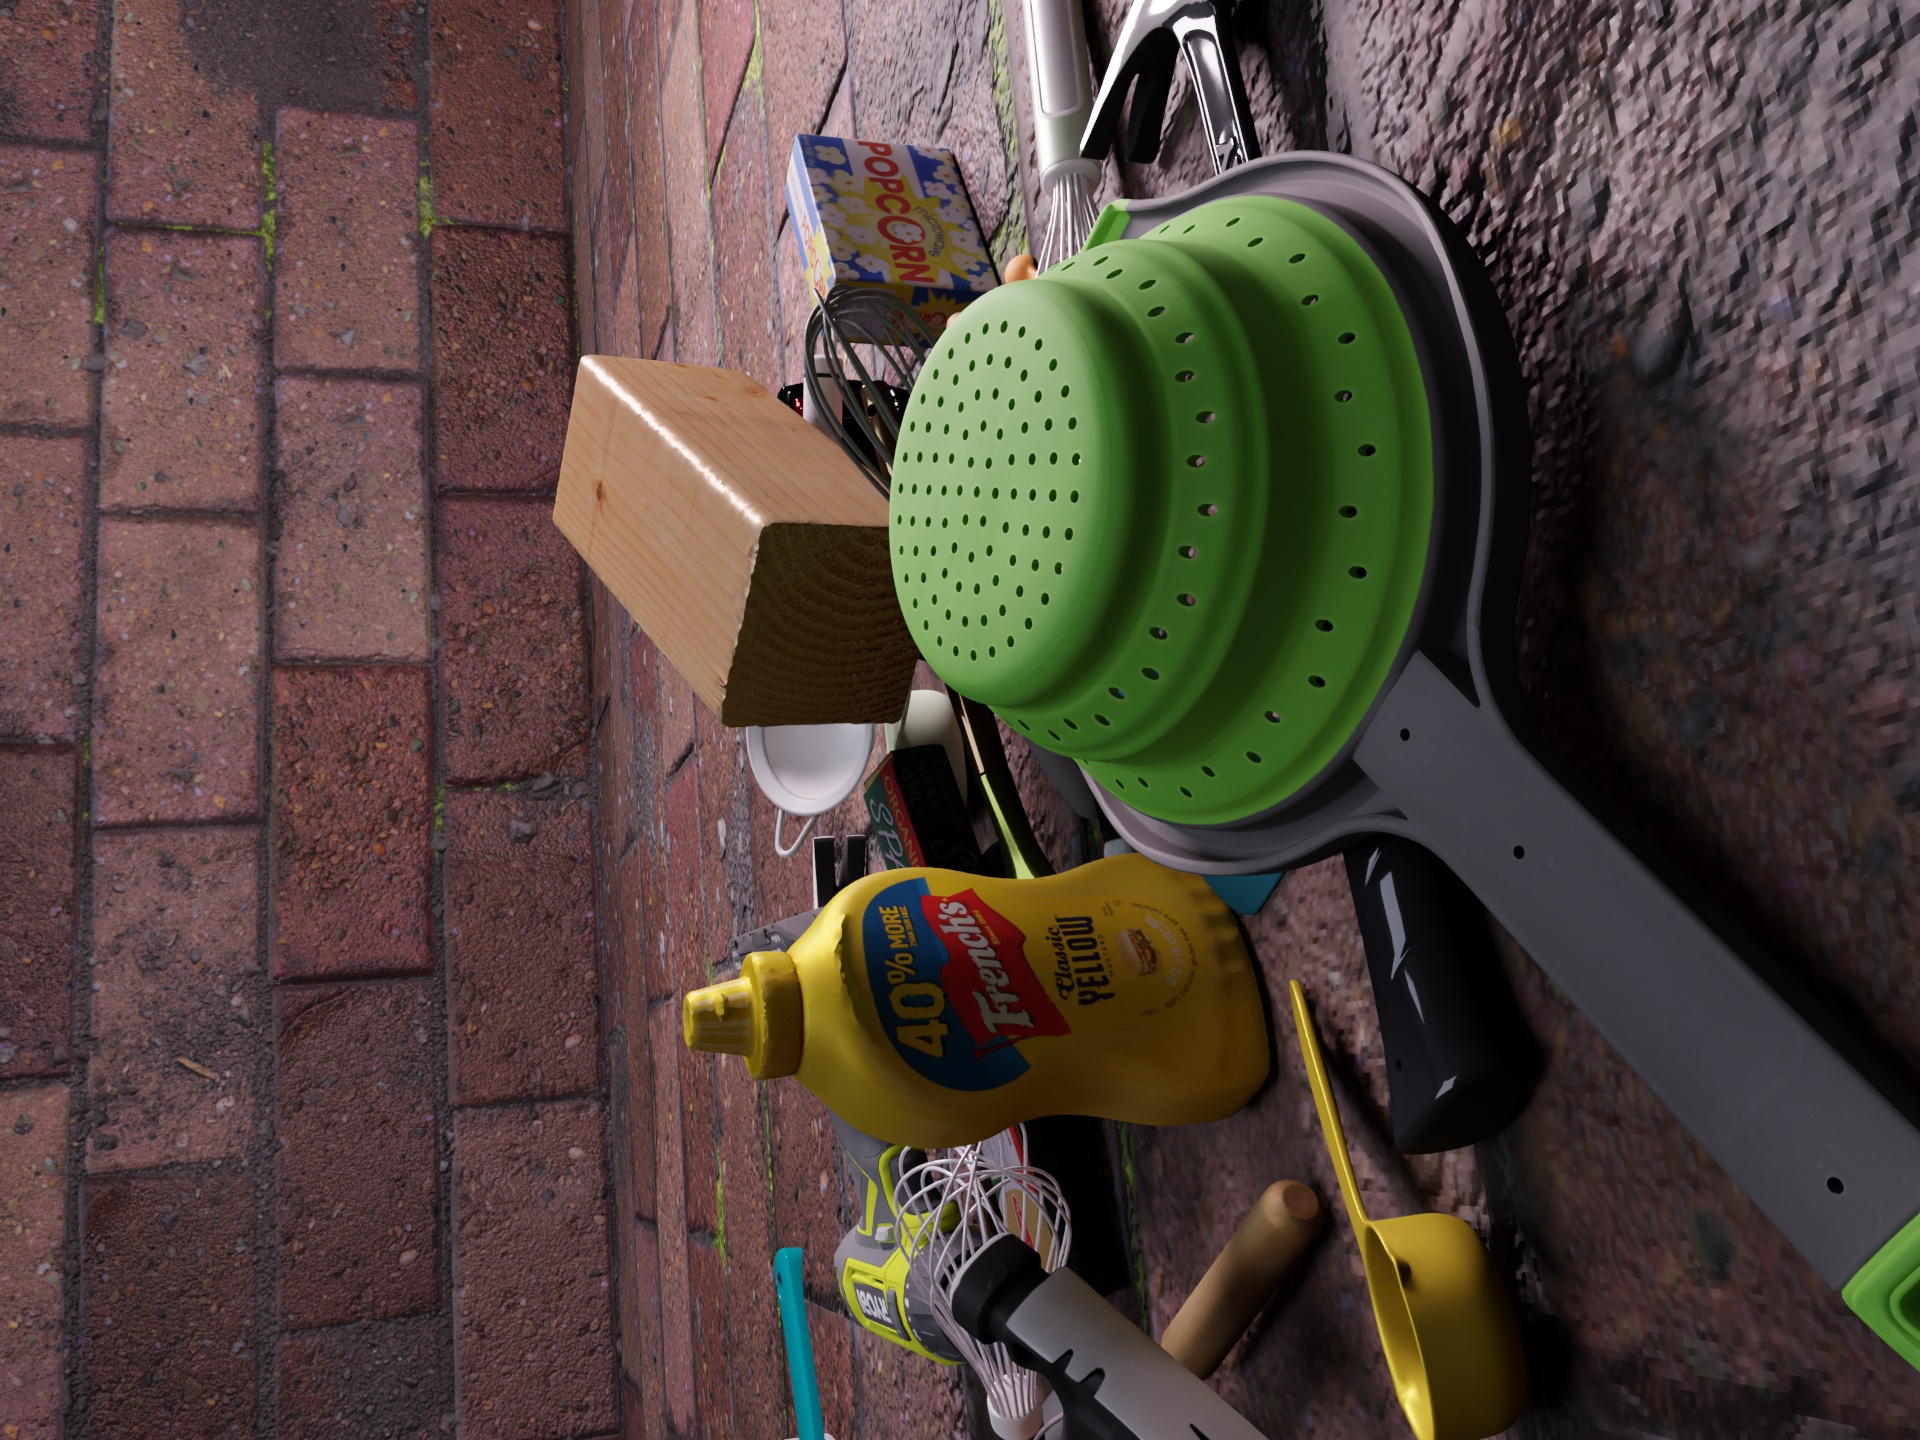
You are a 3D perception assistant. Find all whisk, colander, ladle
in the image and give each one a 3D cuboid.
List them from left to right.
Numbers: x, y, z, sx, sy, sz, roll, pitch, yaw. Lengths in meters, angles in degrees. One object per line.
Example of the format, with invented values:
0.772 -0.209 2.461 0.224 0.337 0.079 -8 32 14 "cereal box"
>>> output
-0.001 -0.002 0.673 0.078 0.062 0.320 -26 75 34 "ladle"
0.004 -0.061 0.622 0.238 0.055 0.055 62 168 -17 "whisk"
0.020 0.261 0.648 0.070 0.070 0.284 -116 14 -51 "whisk"
0.044 -0.209 0.633 0.059 0.058 0.246 53 -149 -65 "whisk"
0.073 0.242 0.575 0.051 0.047 0.244 -108 28 -44 "whisk"
0.077 -0.008 0.381 0.398 0.094 0.204 56 134 42 "colander"

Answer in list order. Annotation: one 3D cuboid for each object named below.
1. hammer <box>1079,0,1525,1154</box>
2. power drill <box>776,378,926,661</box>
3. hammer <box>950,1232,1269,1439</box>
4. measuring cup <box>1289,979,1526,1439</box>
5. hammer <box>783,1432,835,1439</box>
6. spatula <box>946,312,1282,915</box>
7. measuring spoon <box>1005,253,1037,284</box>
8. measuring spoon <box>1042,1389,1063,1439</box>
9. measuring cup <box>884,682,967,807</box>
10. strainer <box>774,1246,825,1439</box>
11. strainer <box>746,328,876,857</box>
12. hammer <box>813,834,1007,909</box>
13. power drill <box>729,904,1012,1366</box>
0.102 -0.079 0.484 0.149 0.036 0.409 129 136 -64 "hammer"
-0.030 -0.118 0.815 0.220 0.078 0.143 -147 57 -64 "power drill"
0.051 0.323 0.573 0.127 0.034 0.336 31 138 33 "hammer"
0.123 0.129 0.454 0.157 0.029 0.062 -96 -6 -55 "measuring cup"
-0.089 0.696 1.083 0.143 0.038 0.386 177 92 -73 "hammer"
0.048 -0.068 0.617 0.082 0.044 0.318 104 155 -43 "spatula"
0.040 -0.180 0.696 0.117 0.011 0.021 -118 32 -53 "measuring spoon"
0.043 0.300 0.702 0.124 0.018 0.034 108 153 -45 "measuring spoon"
-0.015 0.004 0.779 0.167 0.038 0.083 101 162 -66 "measuring cup"
-0.030 0.422 0.812 0.341 0.095 0.210 -109 28 -46 "strainer"
-0.066 -0.063 0.772 0.087 0.050 0.258 9 101 39 "strainer"
-0.028 0.110 0.879 0.334 0.035 0.146 140 126 -66 "hammer"
-0.031 0.200 0.779 0.190 0.080 0.228 -31 76 65 "power drill"
